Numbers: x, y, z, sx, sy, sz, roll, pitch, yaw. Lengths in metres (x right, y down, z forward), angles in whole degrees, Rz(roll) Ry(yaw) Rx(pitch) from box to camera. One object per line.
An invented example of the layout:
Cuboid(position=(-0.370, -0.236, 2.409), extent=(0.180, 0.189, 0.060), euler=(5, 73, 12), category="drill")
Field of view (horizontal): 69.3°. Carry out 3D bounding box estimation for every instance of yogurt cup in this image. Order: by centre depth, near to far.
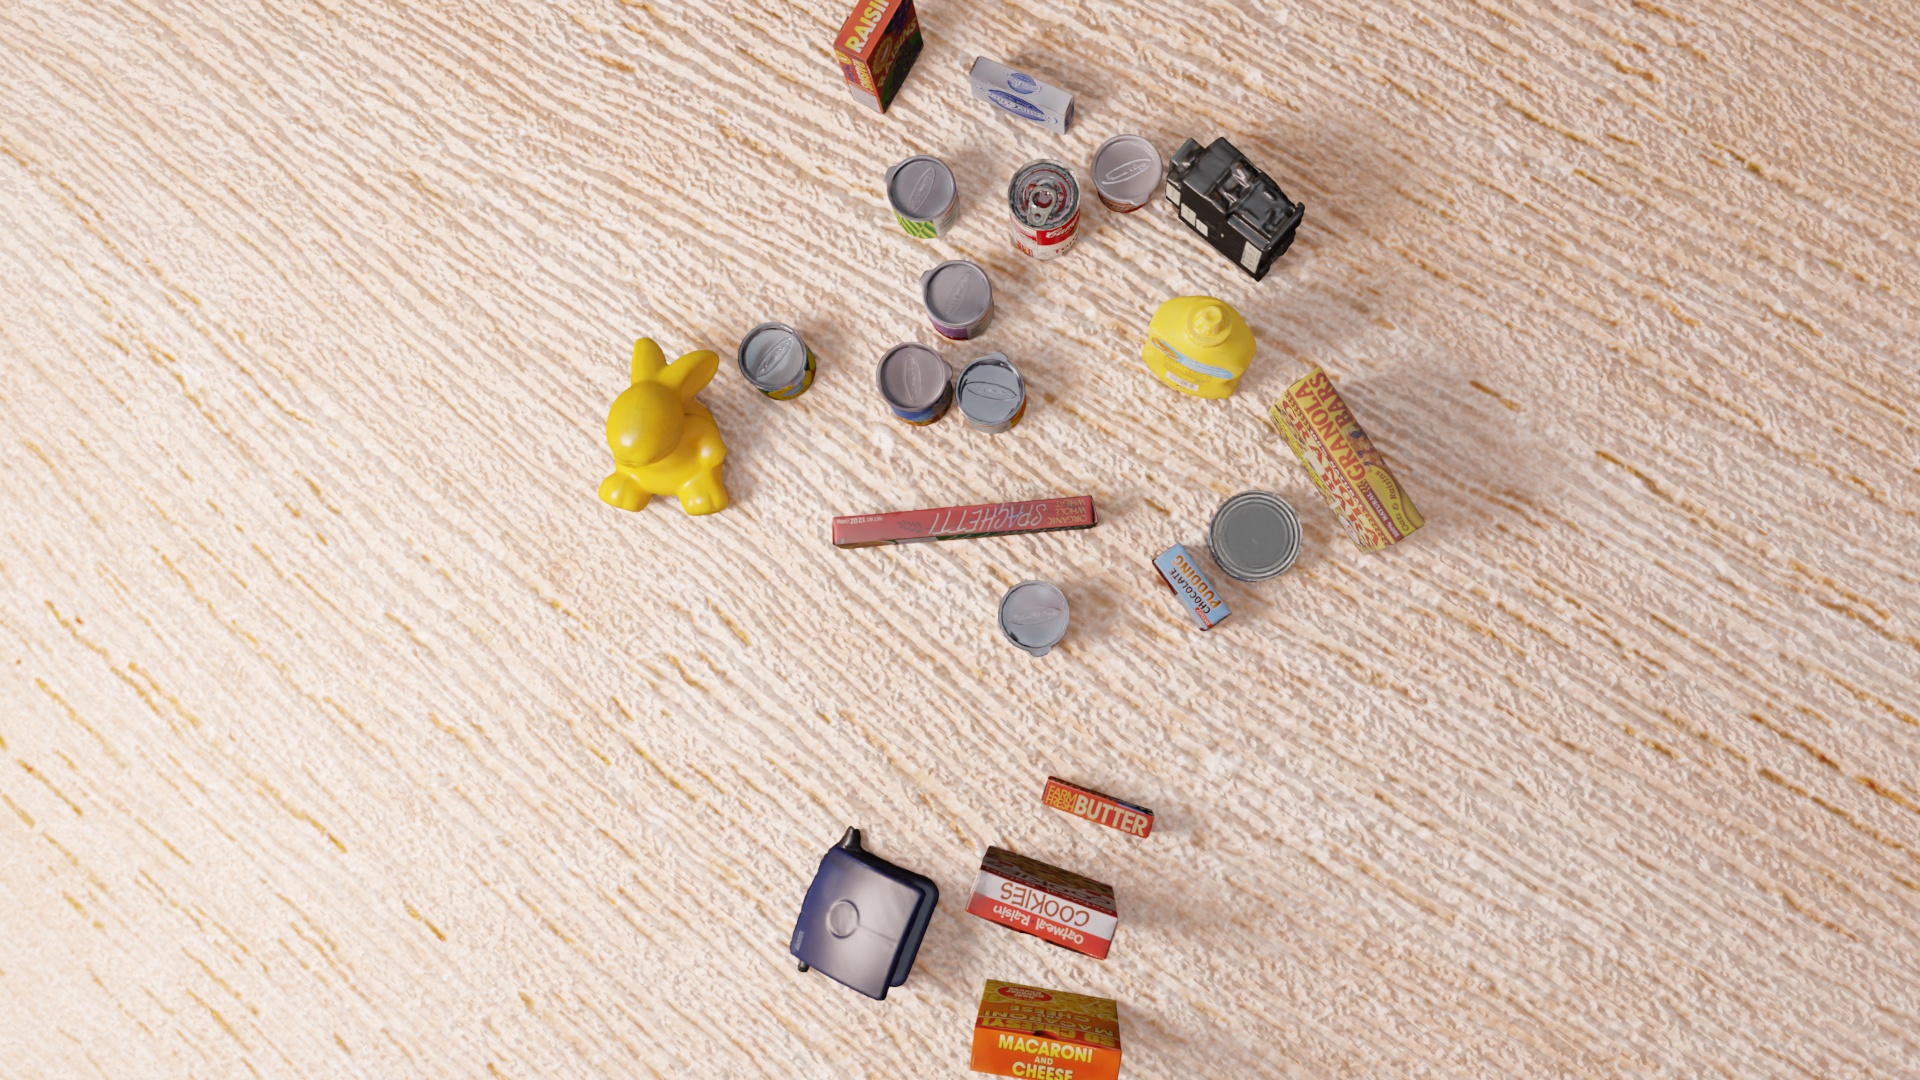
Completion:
Cuboid(position=(0.159, -0.350, 1.338), extent=(0.072, 0.054, 0.072), euler=(0, 84, 4), category="yogurt cup")

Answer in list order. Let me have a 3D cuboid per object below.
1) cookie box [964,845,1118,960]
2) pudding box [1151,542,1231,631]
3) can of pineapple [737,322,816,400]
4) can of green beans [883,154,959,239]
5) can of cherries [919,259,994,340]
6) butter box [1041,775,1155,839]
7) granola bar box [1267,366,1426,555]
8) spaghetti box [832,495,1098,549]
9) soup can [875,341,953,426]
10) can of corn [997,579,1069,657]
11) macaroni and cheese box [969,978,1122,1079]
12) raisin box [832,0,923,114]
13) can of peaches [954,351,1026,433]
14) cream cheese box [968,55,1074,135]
Cuboid(position=(0.073, 0.315, 1.220), extent=(0.123, 0.167, 0.040), euler=(18, 86, 6), category="cookie box")
Cuboid(position=(0.214, 0.044, 1.296), extent=(0.030, 0.049, 0.084), euler=(-36, 83, 0), category="pudding box")
Cuboid(position=(-0.175, -0.170, 1.343), extent=(0.071, 0.058, 0.071), euler=(0, 84, 4), category="can of pineapple")
Cuboid(position=(-0.035, -0.333, 1.349), extent=(0.071, 0.058, 0.071), euler=(0, 84, 4), category="can of green beans")
Cuboid(position=(-0.003, -0.232, 1.336), extent=(0.071, 0.058, 0.071), euler=(0, 84, 4), category="can of cherries")
Cuboid(position=(0.126, 0.245, 1.280), extent=(0.103, 0.053, 0.024), euler=(18, 86, 6), category="butter box")
Cuboid(position=(0.346, -0.068, 1.260), extent=(0.039, 0.124, 0.165), euler=(-32, 83, 1), category="granola bar box")
Cuboid(position=(0.005, -0.017, 1.318), extent=(0.250, 0.050, 0.028), euler=(-5, 84, 4), category="spaghetti box")
Cuboid(position=(-0.039, -0.147, 1.317), extent=(0.071, 0.083, 0.071), euler=(0, 85, 4), category="soup can")
Cuboid(position=(0.070, 0.074, 1.299), extent=(0.071, 0.058, 0.071), euler=(0, 84, 4), category="can of corn")
Cuboid(position=(0.075, 0.428, 1.209), extent=(0.124, 0.166, 0.040), euler=(8, 86, 5), category="macaroni and cheese box")
Cuboid(position=(-0.077, -0.477, 1.333), extent=(0.040, 0.123, 0.086), euler=(30, 88, 6), category="raisin box")
Cuboid(position=(0.030, -0.140, 1.324), extent=(0.071, 0.058, 0.071), euler=(0, 84, 4), category="can of peaches")
Cuboid(position=(0.060, -0.433, 1.354), extent=(0.104, 0.053, 0.024), euler=(25, 87, 6), category="cream cheese box")
